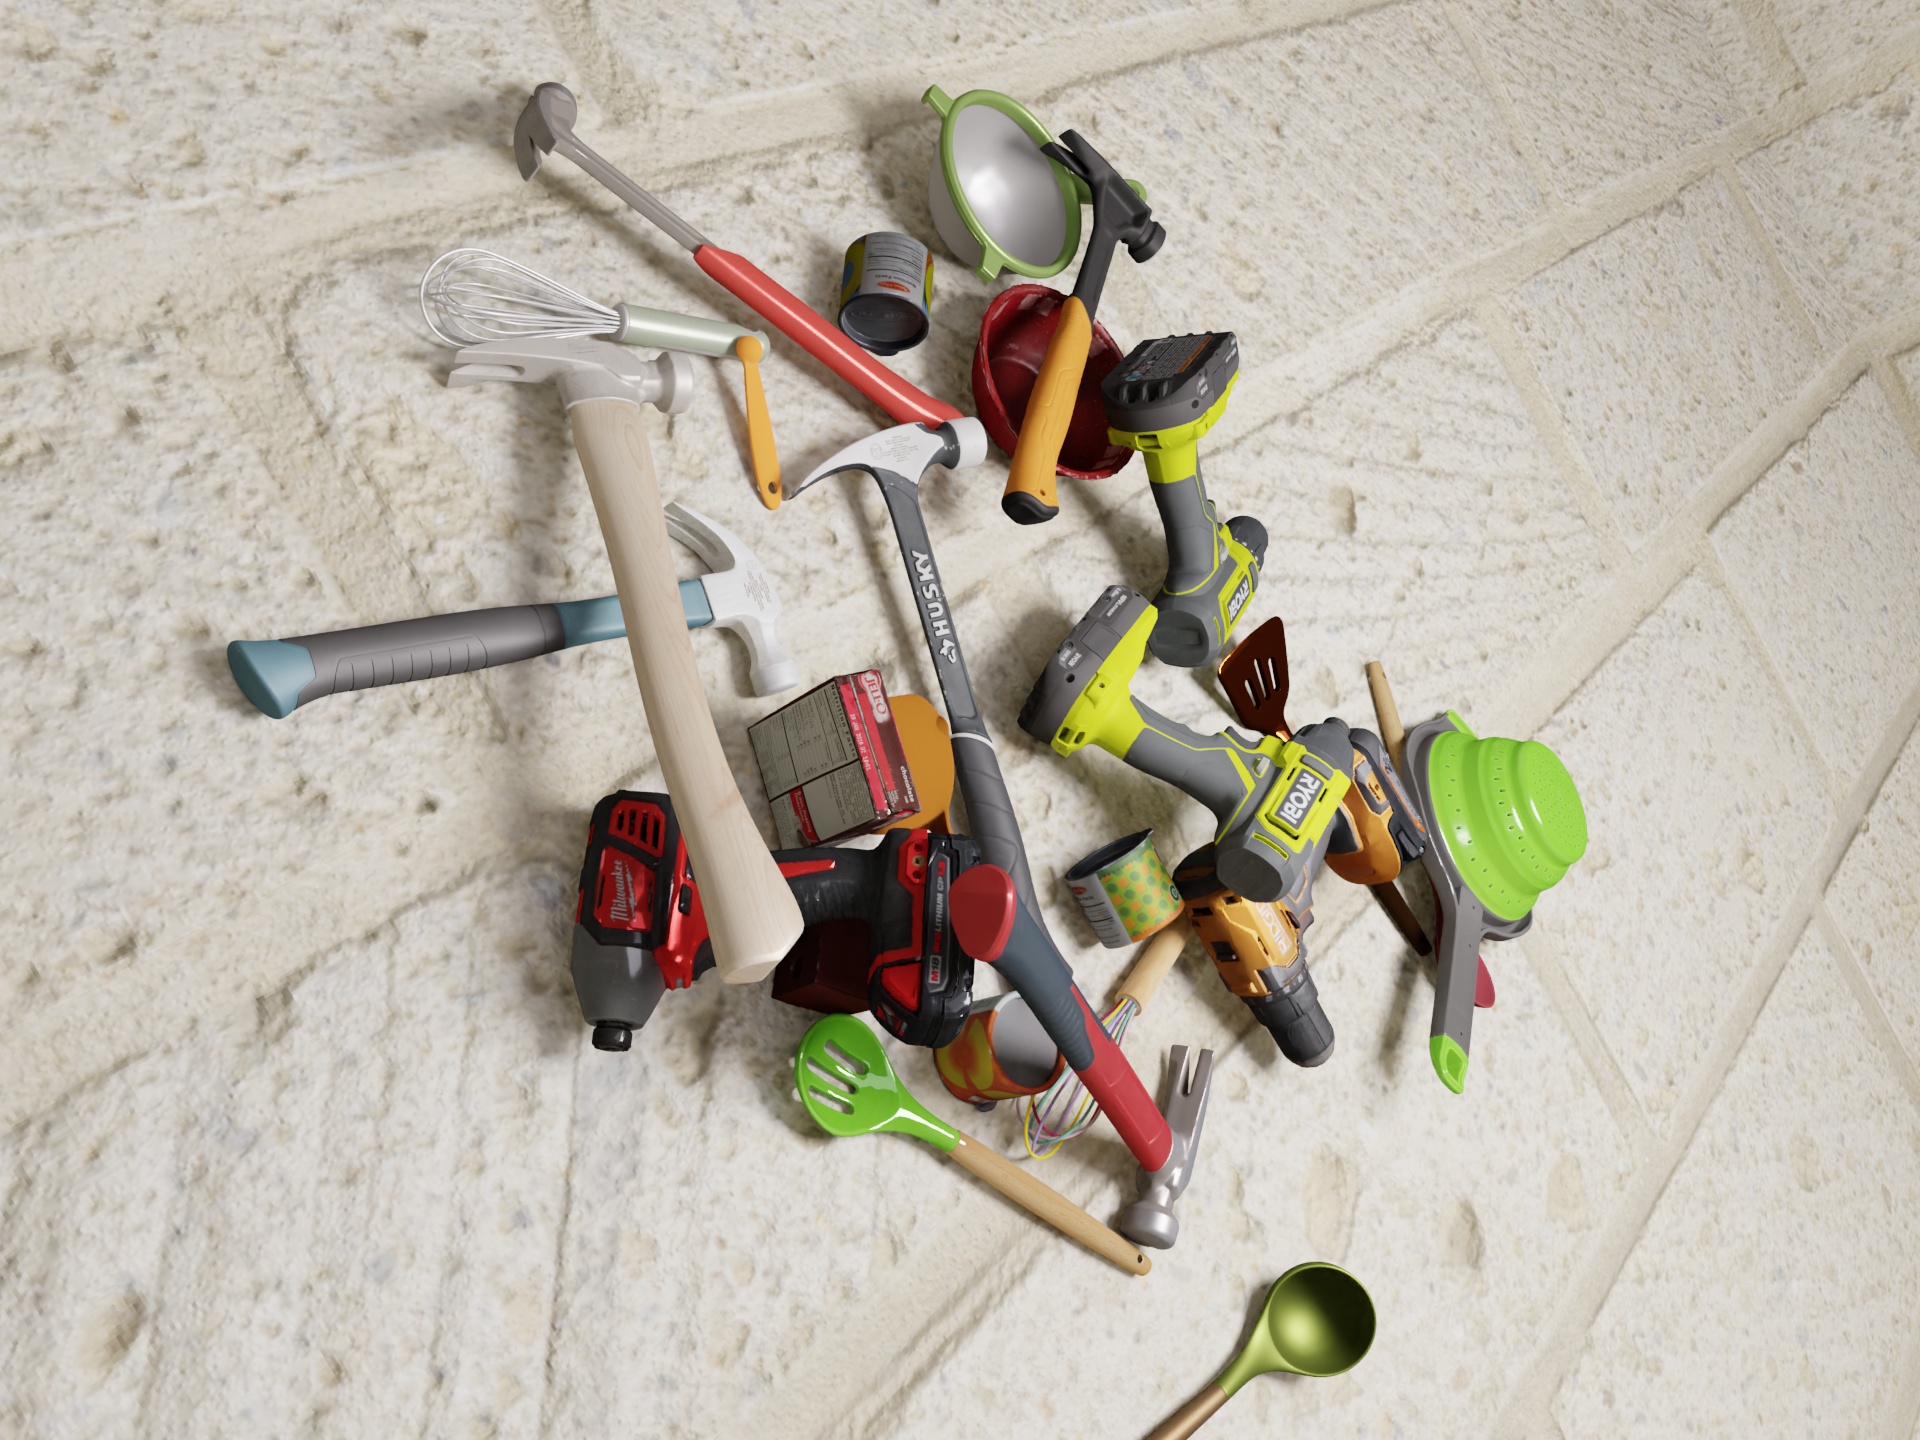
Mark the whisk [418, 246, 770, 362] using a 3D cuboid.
[{"bbox_3d":[-0.223,-0.251,1.004,0.246,0.058,0.059,-1,109,-42],"label":"whisk"}]

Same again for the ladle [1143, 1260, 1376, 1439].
[{"bbox_3d":[0.160,0.453,1.035,0.320,0.062,0.078,-21,85,-39],"label":"ladle"}]

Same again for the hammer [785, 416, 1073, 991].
[{"bbox_3d":[-0.002,-0.003,1.079,0.149,0.036,0.409,-14,85,-26],"label":"hammer"}]

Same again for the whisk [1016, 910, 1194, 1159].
[{"bbox_3d":[0.106,0.207,1.094,0.047,0.051,0.245,50,47,-6],"label":"whisk"}]

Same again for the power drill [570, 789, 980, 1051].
[{"bbox_3d":[-0.104,0.120,0.887,0.219,0.078,0.143,6,65,-6],"label":"power drill"}]

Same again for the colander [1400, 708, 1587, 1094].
[{"bbox_3d":[0.454,0.136,1.329,0.204,0.094,0.397,46,42,-21],"label":"colander"}]

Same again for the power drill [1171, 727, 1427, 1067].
[{"bbox_3d":[0.269,0.133,1.209,0.226,0.084,0.185,-41,107,-37],"label":"power drill"}]

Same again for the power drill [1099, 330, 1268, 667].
[{"bbox_3d":[0.186,-0.180,1.240,0.191,0.080,0.228,-51,134,-48],"label":"power drill"}]

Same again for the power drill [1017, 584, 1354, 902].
[{"bbox_3d":[0.169,0.008,1.137,0.223,0.080,0.171,34,50,7],"label":"power drill"}]

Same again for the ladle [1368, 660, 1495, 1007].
[{"bbox_3d":[0.403,0.097,1.388,0.069,0.031,0.315,4,69,-48],"label":"ladle"}]

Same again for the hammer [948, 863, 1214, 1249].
[{"bbox_3d":[0.082,0.186,0.965,0.385,0.038,0.143,59,42,-47],"label":"hammer"}]

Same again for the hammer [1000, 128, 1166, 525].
[{"bbox_3d":[0.078,-0.288,1.184,0.127,0.034,0.337,37,54,-33],"label":"hammer"}]

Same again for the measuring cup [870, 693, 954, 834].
[{"bbox_3d":[-0.035,0.064,0.986,0.052,0.095,0.174,-4,60,-33],"label":"measuring cup"}]

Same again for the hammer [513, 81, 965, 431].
[{"bbox_3d":[-0.135,-0.284,1.057,0.358,0.036,0.149,33,21,-30],"label":"hammer"}]

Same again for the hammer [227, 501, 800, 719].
[{"bbox_3d":[-0.244,-0.050,0.912,0.331,0.033,0.128,-14,84,-41],"label":"hammer"}]

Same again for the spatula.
[{"bbox_3d":[0.309,0.066,1.313,0.081,0.041,0.322,-39,101,-24],"label":"spatula"}]

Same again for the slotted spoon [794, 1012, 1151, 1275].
[{"bbox_3d":[0.012,0.279,1.000,0.313,0.031,0.070,38,53,-24],"label":"slotted spoon"}]

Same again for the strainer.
[{"bbox_3d":[0.055,-0.416,1.276,0.256,0.069,0.151,-18,90,-48],"label":"strainer"}]

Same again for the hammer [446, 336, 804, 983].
[{"bbox_3d":[-0.178,-0.047,0.890,0.146,0.038,0.411,-4,62,-31],"label":"hammer"}]

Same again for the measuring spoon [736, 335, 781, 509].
[{"bbox_3d":[-0.131,-0.198,1.058,0.021,0.011,0.117,-13,96,-47],"label":"measuring spoon"}]
